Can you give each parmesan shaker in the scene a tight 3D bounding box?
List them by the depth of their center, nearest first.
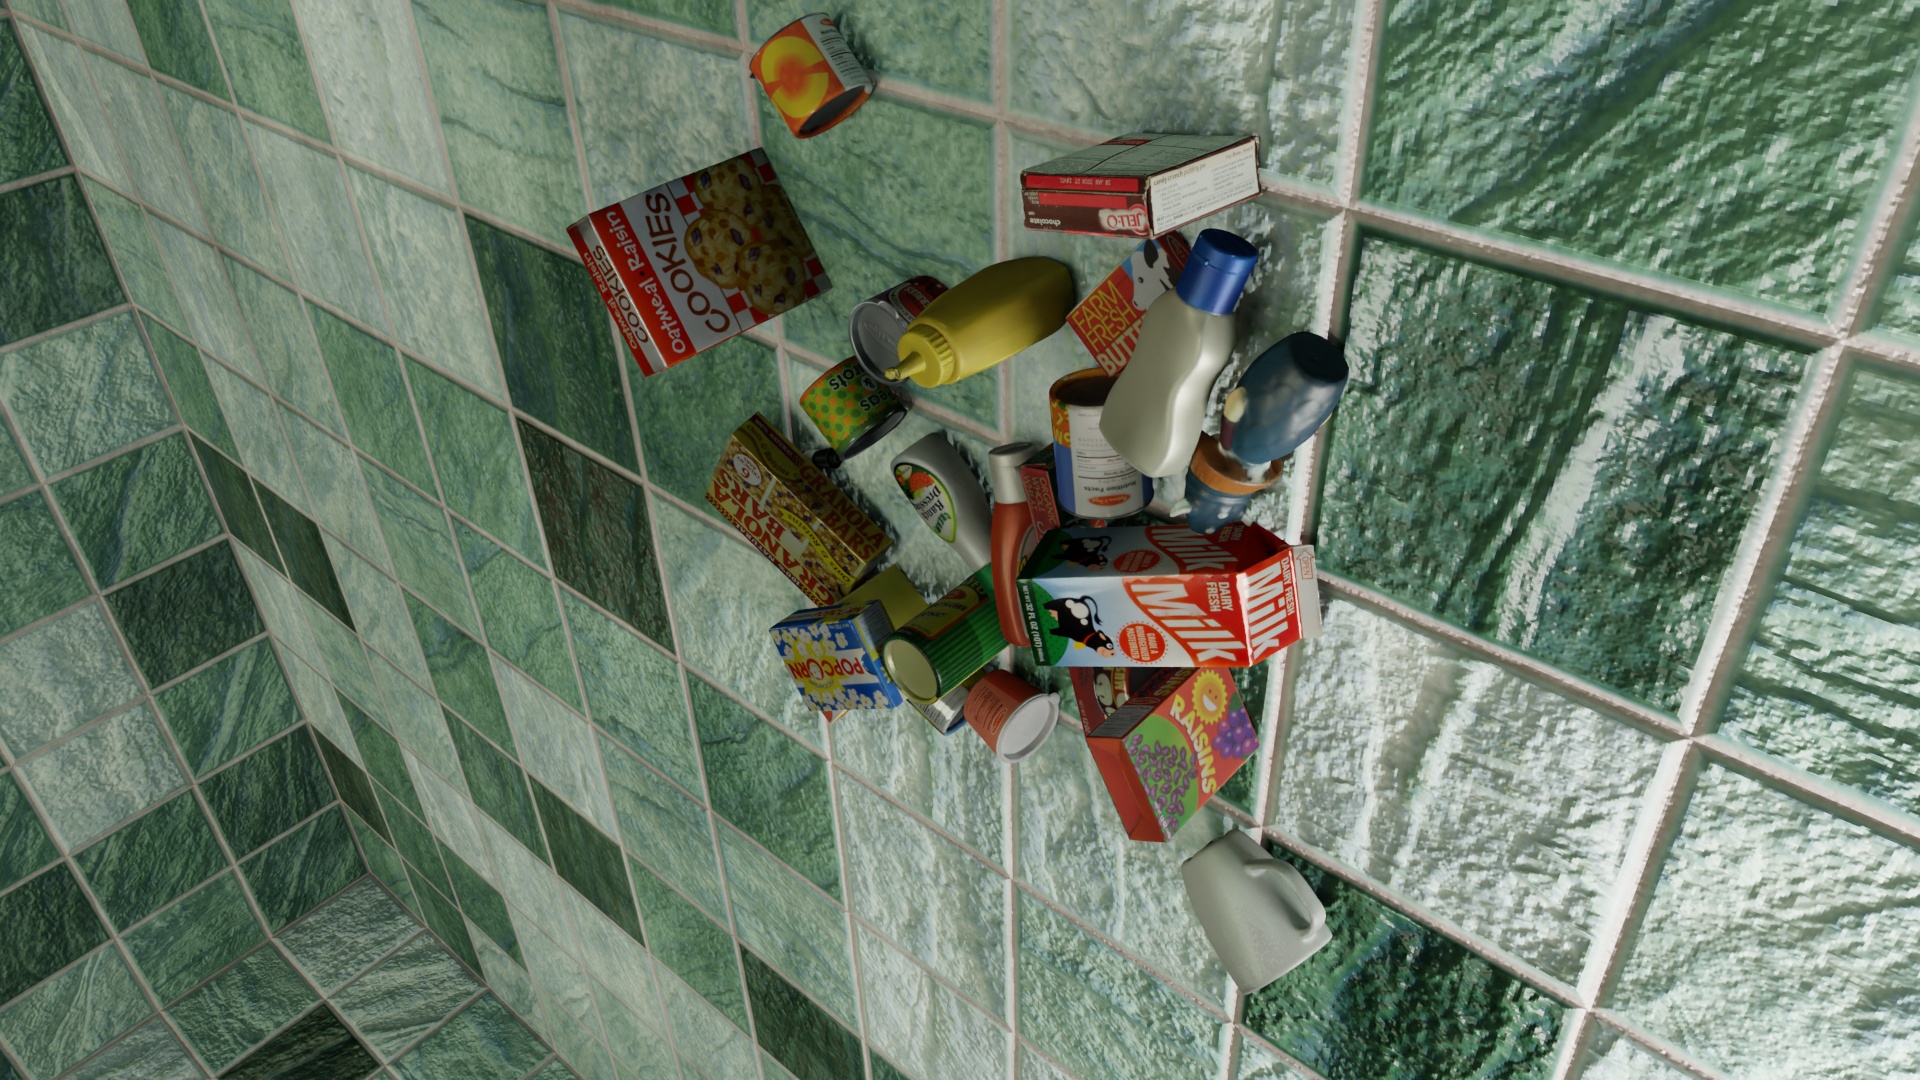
[{"bbox_3d":[-0.004,0.079,1.124,0.071,0.103,0.071,28,135,32],"label":"parmesan shaker"}]

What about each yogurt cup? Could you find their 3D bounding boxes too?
[{"bbox_3d":[0.040,0.144,1.161,0.054,0.073,0.072,36,140,36],"label":"yogurt cup"}]

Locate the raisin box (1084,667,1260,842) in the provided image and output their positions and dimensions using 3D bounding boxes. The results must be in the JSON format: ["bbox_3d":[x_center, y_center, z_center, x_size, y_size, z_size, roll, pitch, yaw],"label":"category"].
[{"bbox_3d":[0.152,0.143,0.983,0.040,0.124,0.086,-10,110,50],"label":"raisin box"}]

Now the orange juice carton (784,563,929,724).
[{"bbox_3d":[-0.098,0.104,1.273,0.072,0.073,0.191,50,143,6],"label":"orange juice carton"}]

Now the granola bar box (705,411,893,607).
[{"bbox_3d":[-0.148,-0.019,1.239,0.165,0.039,0.123,44,147,4],"label":"granola bar box"}]

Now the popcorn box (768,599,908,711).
[{"bbox_3d":[-0.099,0.099,1.175,0.126,0.038,0.085,-10,108,49],"label":"popcorn box"}]

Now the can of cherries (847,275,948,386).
[{"bbox_3d":[-0.038,-0.156,1.021,0.071,0.059,0.071,29,135,33],"label":"can of cherries"}]

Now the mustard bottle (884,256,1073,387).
[{"bbox_3d":[0.006,-0.136,0.901,0.065,0.161,0.048,18,131,41],"label":"mustard bottle"}]

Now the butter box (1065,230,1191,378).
[{"bbox_3d":[0.114,-0.151,0.884,0.053,0.024,0.103,54,143,3],"label":"butter box"}]

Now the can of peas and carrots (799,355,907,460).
[{"bbox_3d":[-0.085,-0.107,1.103,0.059,0.071,0.070,52,143,5],"label":"can of peas and carrots"}]

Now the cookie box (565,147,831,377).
[{"bbox_3d":[-0.196,-0.213,1.059,0.040,0.168,0.122,-13,107,52],"label":"cookie box"}]

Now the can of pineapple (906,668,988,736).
[{"bbox_3d":[-0.011,0.126,1.203,0.058,0.071,0.070,42,141,17],"label":"can of pineapple"}]

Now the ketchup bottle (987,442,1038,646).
[{"bbox_3d":[0.050,0.002,1.043,0.043,0.065,0.148,19,124,61],"label":"ketchup bottle"}]

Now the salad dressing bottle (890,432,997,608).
[{"bbox_3d":[0.004,-0.014,1.094,0.147,0.044,0.064,55,145,1],"label":"salad dressing bottle"}]

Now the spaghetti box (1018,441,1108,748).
[{"bbox_3d":[0.095,0.044,1.033,0.028,0.050,0.249,9,123,43],"label":"spaghetti box"}]

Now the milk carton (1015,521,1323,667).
[{"bbox_3d":[0.142,0.036,0.928,0.190,0.074,0.072,-1,118,23],"label":"milk carton"}]

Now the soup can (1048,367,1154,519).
[{"bbox_3d":[0.095,-0.067,0.937,0.071,0.072,0.083,20,130,38],"label":"soup can"}]

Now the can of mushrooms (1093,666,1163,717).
[{"bbox_3d":[0.130,0.100,1.022,0.033,0.071,0.071,-3,115,48],"label":"can of mushrooms"}]

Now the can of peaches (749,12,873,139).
[{"bbox_3d":[-0.104,-0.319,0.961,0.058,0.071,0.071,56,143,-2],"label":"can of peaches"}]

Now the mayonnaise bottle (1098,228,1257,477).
[{"bbox_3d":[0.132,-0.112,0.829,0.065,0.041,0.147,49,134,35],"label":"mayonnaise bottle"}]
